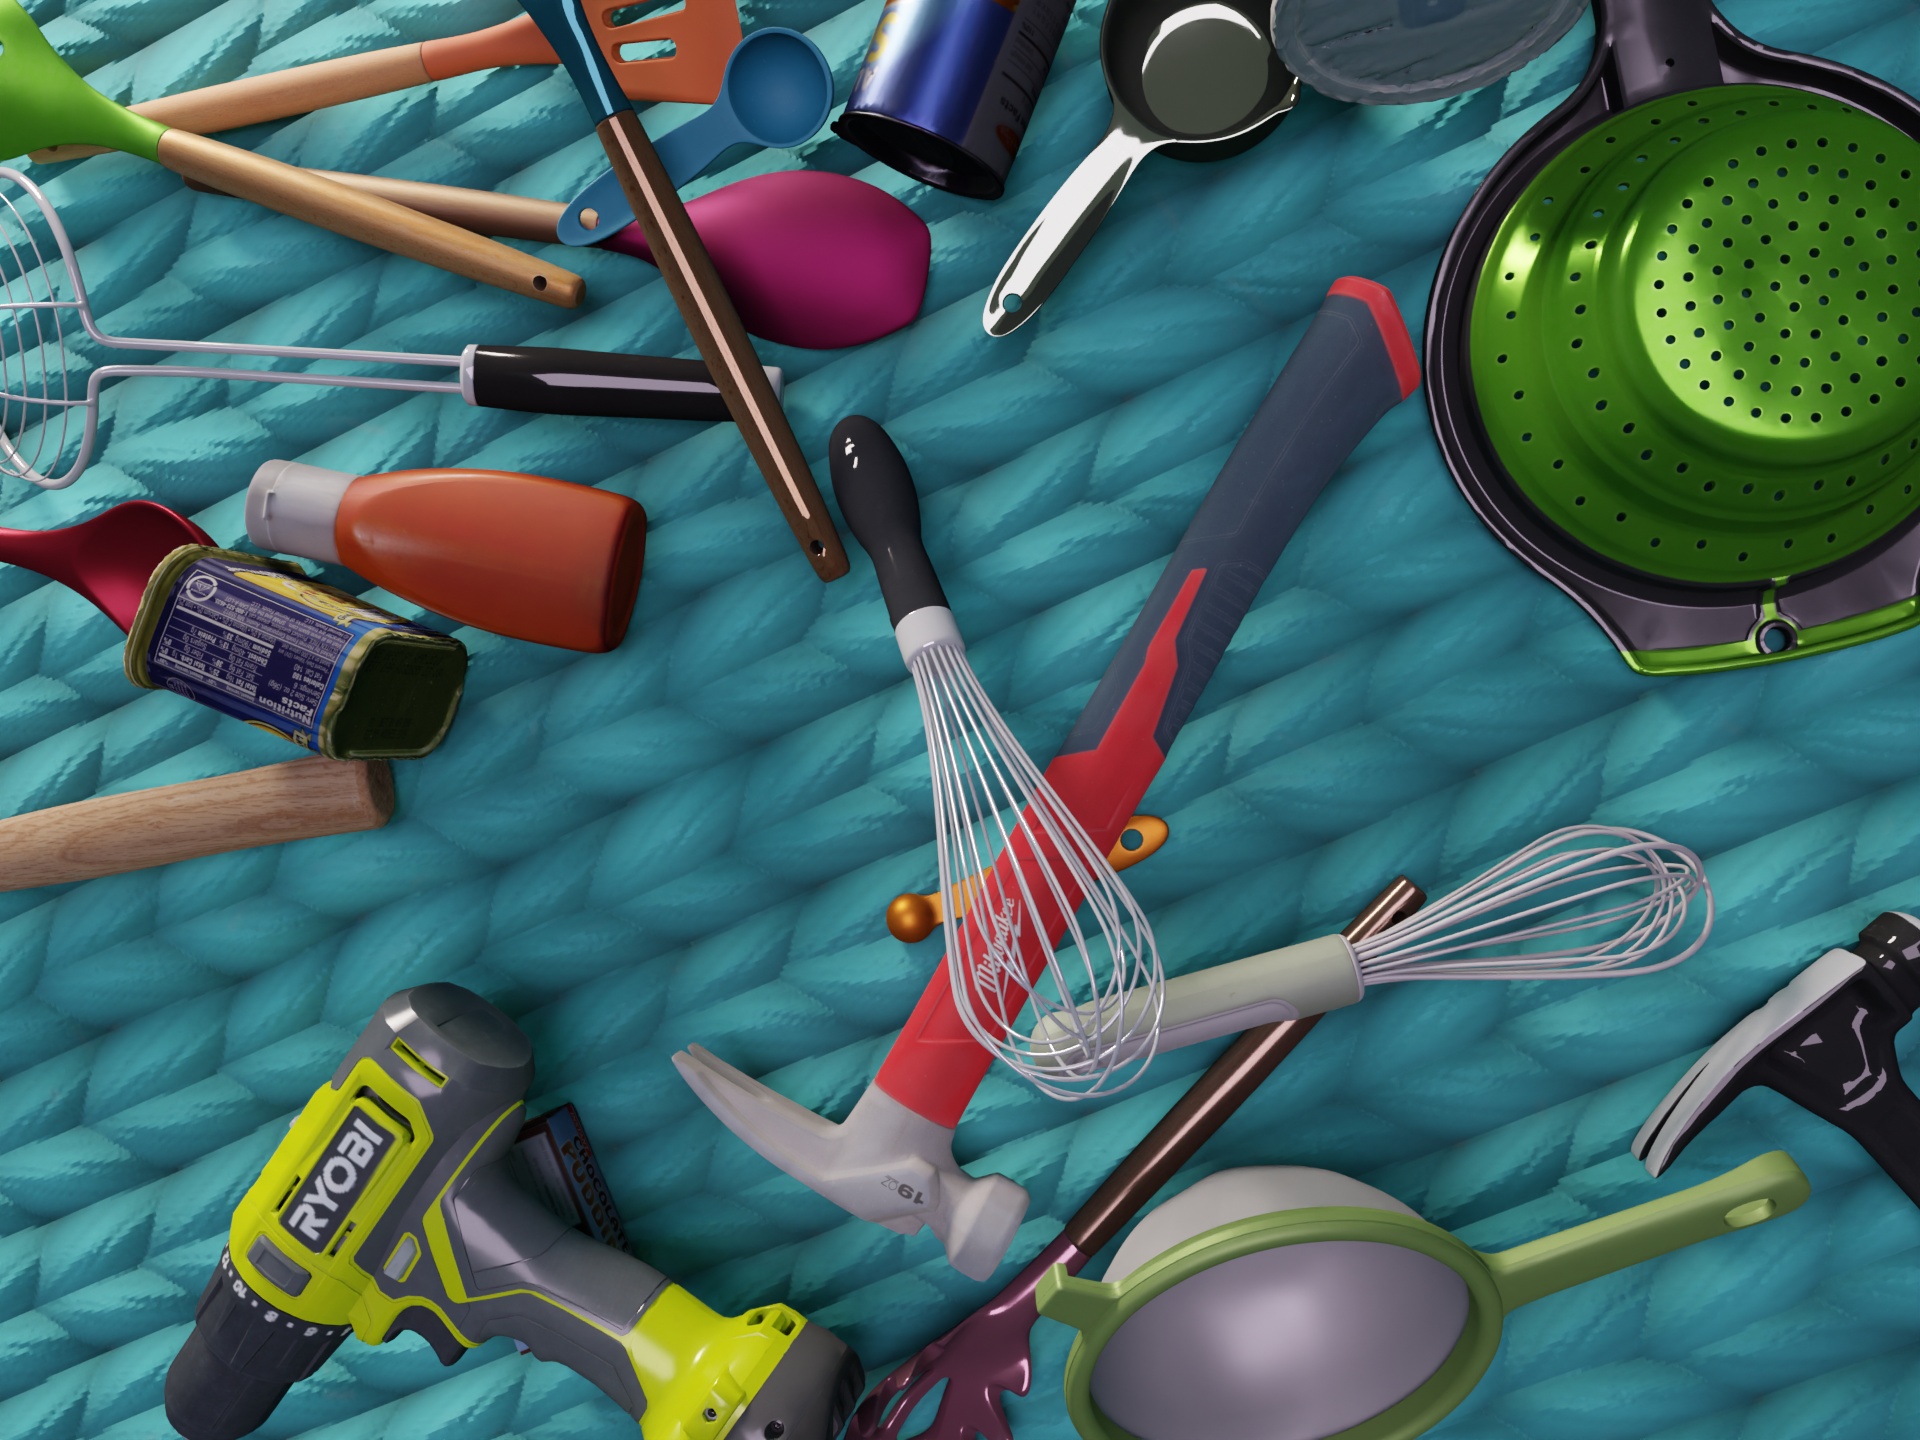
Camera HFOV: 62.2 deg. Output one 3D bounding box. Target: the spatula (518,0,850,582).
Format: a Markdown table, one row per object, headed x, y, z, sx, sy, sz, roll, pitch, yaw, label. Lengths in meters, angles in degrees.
| x | y | z | sx | sy | sz | roll | pitch | yaw | label |
| --- | --- | --- | --- | --- | --- | --- | --- | --- | --- |
| -0.111 | -0.199 | 0.592 | 0.082 | 0.044 | 0.317 | -23 | 99 | 16 | spatula |

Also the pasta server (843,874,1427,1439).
| x | y | z | sx | sy | sz | roll | pitch | yaw | label |
| --- | --- | --- | --- | --- | --- | --- | --- | --- | --- |
| 0.065 | 0.180 | 0.594 | 0.060 | 0.040 | 0.316 | 40 | 95 | -22 | pasta server |

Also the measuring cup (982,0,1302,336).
| x | y | z | sx | sy | sz | roll | pitch | yaw | label |
| --- | --- | --- | --- | --- | --- | --- | --- | --- | --- |
| 0.063 | -0.210 | 0.595 | 0.083 | 0.038 | 0.167 | 38 | 98 | 7 | measuring cup |

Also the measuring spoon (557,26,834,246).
| x | y | z | sx | sy | sz | roll | pitch | yaw | label |
| --- | --- | --- | --- | --- | --- | --- | --- | --- | --- |
| -0.102 | -0.219 | 0.611 | 0.128 | 0.021 | 0.042 | -26 | 104 | 20 | measuring spoon |

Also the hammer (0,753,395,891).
| x | y | z | sx | sy | sz | roll | pitch | yaw | label |
| --- | --- | --- | --- | --- | --- | --- | --- | --- | --- |
| -0.396 | 0.053 | 0.670 | 0.331 | 0.031 | 0.130 | -11 | 89 | 8 | hammer |

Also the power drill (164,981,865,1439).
| x | y | z | sx | sy | sz | roll | pitch | yaw | label |
| --- | --- | --- | --- | --- | --- | --- | --- | --- | --- |
| -0.169 | 0.235 | 0.582 | 0.228 | 0.080 | 0.190 | 36 | 95 | 8 | power drill |

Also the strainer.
| x | y | z | sx | sy | sz | roll | pitch | yaw | label |
| --- | --- | --- | --- | --- | --- | --- | --- | --- | --- |
| 0.155 | 0.181 | 0.554 | 0.256 | 0.069 | 0.151 | -21 | 125 | 5 | strainer |

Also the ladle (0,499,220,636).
| x | y | z | sx | sy | sz | roll | pitch | yaw | label |
| --- | --- | --- | --- | --- | --- | --- | --- | --- | --- |
| -0.440 | -0.079 | 0.679 | 0.315 | 0.031 | 0.069 | 11 | 111 | 11 | ladle |

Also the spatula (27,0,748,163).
| x | y | z | sx | sy | sz | roll | pitch | yaw | label |
| --- | --- | --- | --- | --- | --- | --- | --- | --- | --- |
| -0.240 | -0.260 | 0.640 | 0.322 | 0.041 | 0.081 | -8 | 114 | 11 | spatula |

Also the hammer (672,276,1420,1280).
| x | y | z | sx | sy | sz | roll | pitch | yaw | label |
| --- | --- | --- | --- | --- | --- | --- | --- | --- | --- |
| 0.042 | 0.005 | 0.589 | 0.143 | 0.038 | 0.386 | 29 | 92 | 6 | hammer |

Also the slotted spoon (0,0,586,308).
| x | y | z | sx | sy | sz | roll | pitch | yaw | label |
| --- | --- | --- | --- | --- | --- | --- | --- | --- | --- |
| -0.294 | -0.224 | 0.637 | 0.314 | 0.031 | 0.070 | 21 | 110 | 5 | slotted spoon |

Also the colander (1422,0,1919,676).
| x | y | z | sx | sy | sz | roll | pitch | yaw | label |
| --- | --- | --- | --- | --- | --- | --- | --- | --- | --- |
| 0.250 | -0.215 | 0.535 | 0.204 | 0.094 | 0.397 | -11 | 89 | 9 | colander |

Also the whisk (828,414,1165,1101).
| x | y | z | sx | sy | sz | roll | pitch | yaw | label |
| --- | --- | --- | --- | --- | --- | --- | --- | --- | --- |
| -0.002 | -0.002 | 0.550 | 0.070 | 0.070 | 0.285 | -26 | 59 | 8 | whisk |

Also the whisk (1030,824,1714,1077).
| x | y | z | sx | sy | sz | roll | pitch | yaw | label |
| --- | --- | --- | --- | --- | --- | --- | --- | --- | --- |
| 0.144 | 0.085 | 0.556 | 0.246 | 0.057 | 0.059 | -15 | 53 | -2 | whisk |

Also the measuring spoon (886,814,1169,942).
| x | y | z | sx | sy | sz | roll | pitch | yaw | label |
| --- | --- | --- | --- | --- | --- | --- | --- | --- | --- |
| 0.025 | 0.061 | 0.613 | 0.117 | 0.011 | 0.021 | -20 | 87 | 8 | measuring spoon |

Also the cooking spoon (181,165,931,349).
| x | y | z | sx | sy | sz | roll | pitch | yaw | label |
| --- | --- | --- | --- | --- | --- | --- | --- | --- | --- |
| -0.168 | -0.200 | 0.639 | 0.319 | 0.017 | 0.069 | 10 | 96 | 9 | cooking spoon |

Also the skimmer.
| x | y | z | sx | sy | sz | roll | pitch | yaw | label |
| --- | --- | --- | --- | --- | --- | --- | --- | --- | --- |
| -0.251 | -0.149 | 0.646 | 0.363 | 0.090 | 0.127 | 3 | 109 | -1 | skimmer |

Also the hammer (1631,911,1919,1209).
| x | y | z | sx | sy | sz | roll | pitch | yaw | label |
| --- | --- | --- | --- | --- | --- | --- | --- | --- | --- |
| 0.391 | 0.231 | 0.544 | 0.127 | 0.034 | 0.337 | -42 | 84 | 6 | hammer |
